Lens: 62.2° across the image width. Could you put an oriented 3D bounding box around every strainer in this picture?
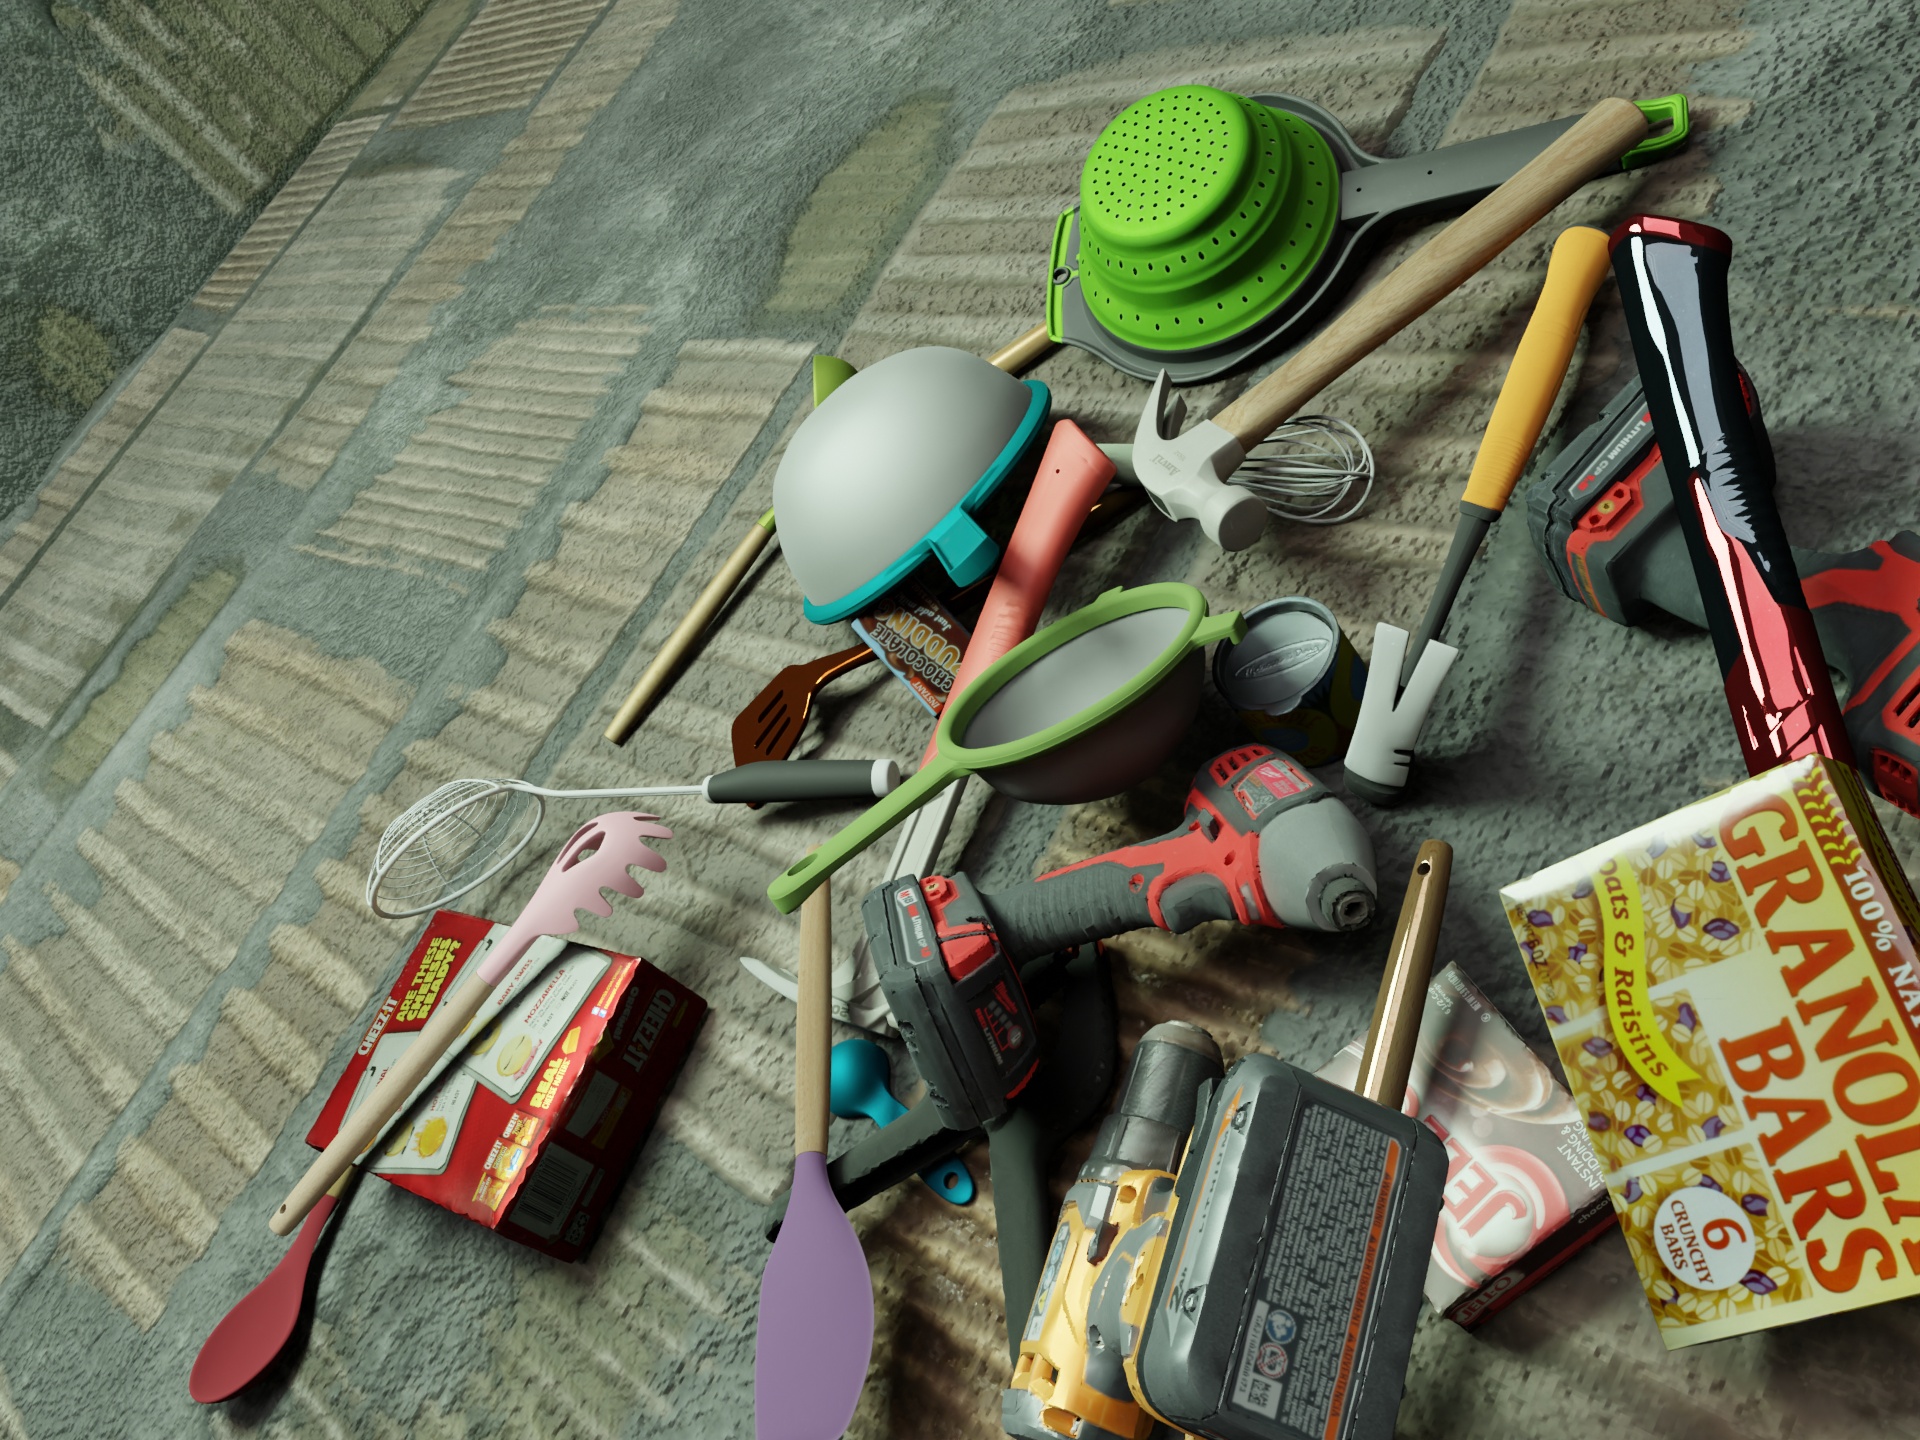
[{"bbox_3d":[0.026,0.030,0.778,0.256,0.069,0.151,-37,18,-10],"label":"strainer"},{"bbox_3d":[-0.041,-0.148,0.937,0.211,0.095,0.341,-44,18,5],"label":"strainer"}]

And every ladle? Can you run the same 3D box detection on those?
[{"bbox_3d":[-0.166,-0.123,1.140,0.062,0.078,0.320,35,85,4],"label":"ladle"},{"bbox_3d":[-0.395,0.280,1.024,0.069,0.031,0.316,-1,56,35],"label":"ladle"}]

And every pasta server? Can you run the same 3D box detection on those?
[{"bbox_3d":[-0.284,0.173,0.914,0.316,0.040,0.060,-50,40,-1],"label":"pasta server"}]

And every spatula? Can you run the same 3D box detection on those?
[{"bbox_3d":[-0.070,0.188,0.771,0.060,0.018,0.316,-20,45,17],"label":"spatula"},{"bbox_3d":[-0.019,-0.058,0.995,0.322,0.041,0.081,-31,45,10],"label":"spatula"},{"bbox_3d":[0.151,0.197,0.604,0.082,0.044,0.318,0,64,47],"label":"spatula"}]

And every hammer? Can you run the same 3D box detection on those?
[{"bbox_3d":[-0.001,-0.003,0.888,0.149,0.036,0.359,11,74,42],"label":"hammer"},{"bbox_3d":[0.230,-0.223,0.853,0.331,0.031,0.130,-39,40,-2],"label":"hammer"},{"bbox_3d":[0.259,-0.125,0.768,0.034,0.127,0.337,21,64,17],"label":"hammer"},{"bbox_3d":[0.293,-0.021,0.608,0.143,0.038,0.387,-24,62,39],"label":"hammer"}]

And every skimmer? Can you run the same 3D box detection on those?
[{"bbox_3d":[-0.207,0.075,0.998,0.363,0.127,0.090,-4,86,20],"label":"skimmer"}]

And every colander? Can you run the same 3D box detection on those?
[{"bbox_3d":[0.212,-0.327,0.944,0.397,0.094,0.205,-5,69,30],"label":"colander"}]

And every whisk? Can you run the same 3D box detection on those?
[{"bbox_3d":[0.123,-0.146,0.920,0.246,0.059,0.058,8,19,38],"label":"whisk"}]

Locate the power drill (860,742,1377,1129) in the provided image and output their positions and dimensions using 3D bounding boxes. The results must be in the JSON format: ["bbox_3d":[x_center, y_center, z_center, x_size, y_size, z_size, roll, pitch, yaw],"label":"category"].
[{"bbox_3d":[0.074,0.088,0.705,0.219,0.078,0.143,-23,20,-2],"label":"power drill"}]

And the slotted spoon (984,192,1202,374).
[{"bbox_3d":[0.045,-0.258,1.099,0.313,0.031,0.070,-32,49,17],"label":"slotted spoon"}]

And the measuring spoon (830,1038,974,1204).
[{"bbox_3d":[-0.036,0.200,0.800,0.042,0.021,0.129,-50,42,-6],"label":"measuring spoon"}]

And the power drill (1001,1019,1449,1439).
[{"bbox_3d":[0.091,0.186,0.598,0.226,0.084,0.185,123,170,-64],"label":"power drill"}]

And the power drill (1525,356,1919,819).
[{"bbox_3d":[0.376,-0.080,0.656,0.188,0.080,0.227,-46,44,0],"label":"power drill"}]
